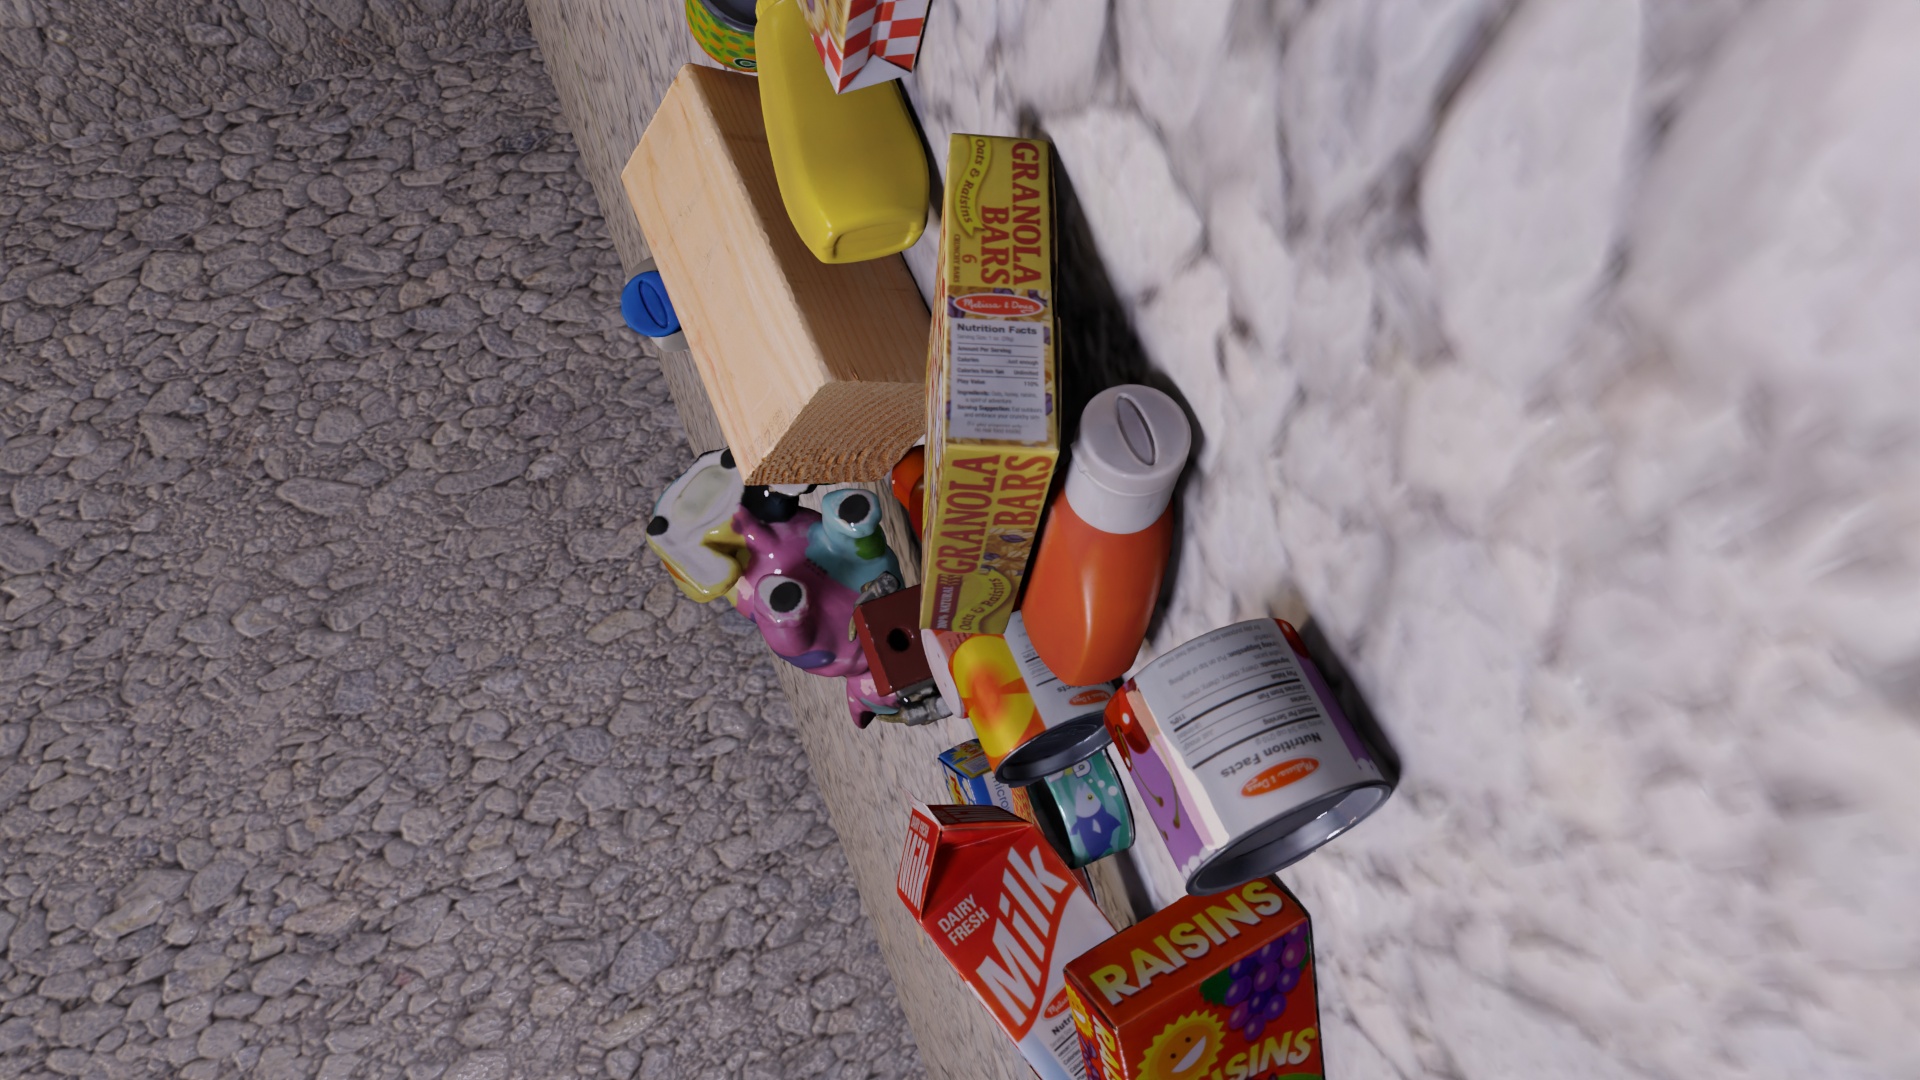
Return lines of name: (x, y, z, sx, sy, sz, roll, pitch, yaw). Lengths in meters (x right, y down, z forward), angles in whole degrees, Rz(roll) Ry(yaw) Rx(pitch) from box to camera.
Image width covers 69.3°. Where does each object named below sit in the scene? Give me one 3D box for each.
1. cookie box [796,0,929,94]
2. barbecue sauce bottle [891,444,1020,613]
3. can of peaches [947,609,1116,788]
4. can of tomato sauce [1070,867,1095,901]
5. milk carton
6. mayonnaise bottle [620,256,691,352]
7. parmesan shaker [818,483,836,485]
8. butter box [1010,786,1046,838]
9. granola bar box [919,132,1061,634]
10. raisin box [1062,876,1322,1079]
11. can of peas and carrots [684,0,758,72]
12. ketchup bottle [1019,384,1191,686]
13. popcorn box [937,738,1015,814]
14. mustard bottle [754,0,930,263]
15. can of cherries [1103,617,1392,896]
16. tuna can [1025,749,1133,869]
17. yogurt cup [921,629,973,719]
cookie box: (-0.057, -0.284, 0.546, 0.122, 0.040, 0.167, 126, 122, -75)
barbecue sauce bottle: (0.002, -0.009, 0.696, 0.149, 0.044, 0.064, -132, 31, -60)
can of peaches: (0.033, 0.070, 0.627, 0.071, 0.071, 0.058, 95, 153, -62)
can of tomato sauce: (0.028, 0.208, 0.820, 0.071, 0.083, 0.071, 161, 89, -77)
milk carton: (0.033, 0.199, 0.689, 0.190, 0.073, 0.072, 53, 168, -4)
mayonnaise bottle: (-0.170, -0.141, 0.823, 0.148, 0.041, 0.064, -108, -8, -79)
parmesan shaker: (-0.100, -0.088, 0.901, 0.071, 0.071, 0.102, 61, 175, 35)
butter box: (0.045, 0.133, 0.773, 0.053, 0.024, 0.103, -124, 20, -50)
granola bar box: (0.008, -0.051, 0.526, 0.164, 0.039, 0.124, 100, 171, -65)
raisin box: (0.092, 0.194, 0.526, 0.040, 0.086, 0.122, 40, 148, 54)
can of peas and carrots: (-0.102, -0.272, 0.691, 0.058, 0.071, 0.071, 173, 78, -77)
ketchup bottle: (0.051, -0.001, 0.504, 0.148, 0.043, 0.065, 97, 157, -63)
popcorn box: (0.029, 0.198, 0.905, 0.085, 0.038, 0.126, -179, 71, -75)
mustard bottle: (-0.061, -0.206, 0.634, 0.048, 0.065, 0.160, 124, 131, -68)
can of cherries: (0.083, 0.065, 0.415, 0.071, 0.071, 0.058, 93, 154, -59)
tuna can: (0.057, 0.127, 0.694, 0.071, 0.033, 0.071, 161, 89, -77)
yogurt cup: (0.014, 0.058, 0.724, 0.072, 0.054, 0.072, 161, 89, -77)
